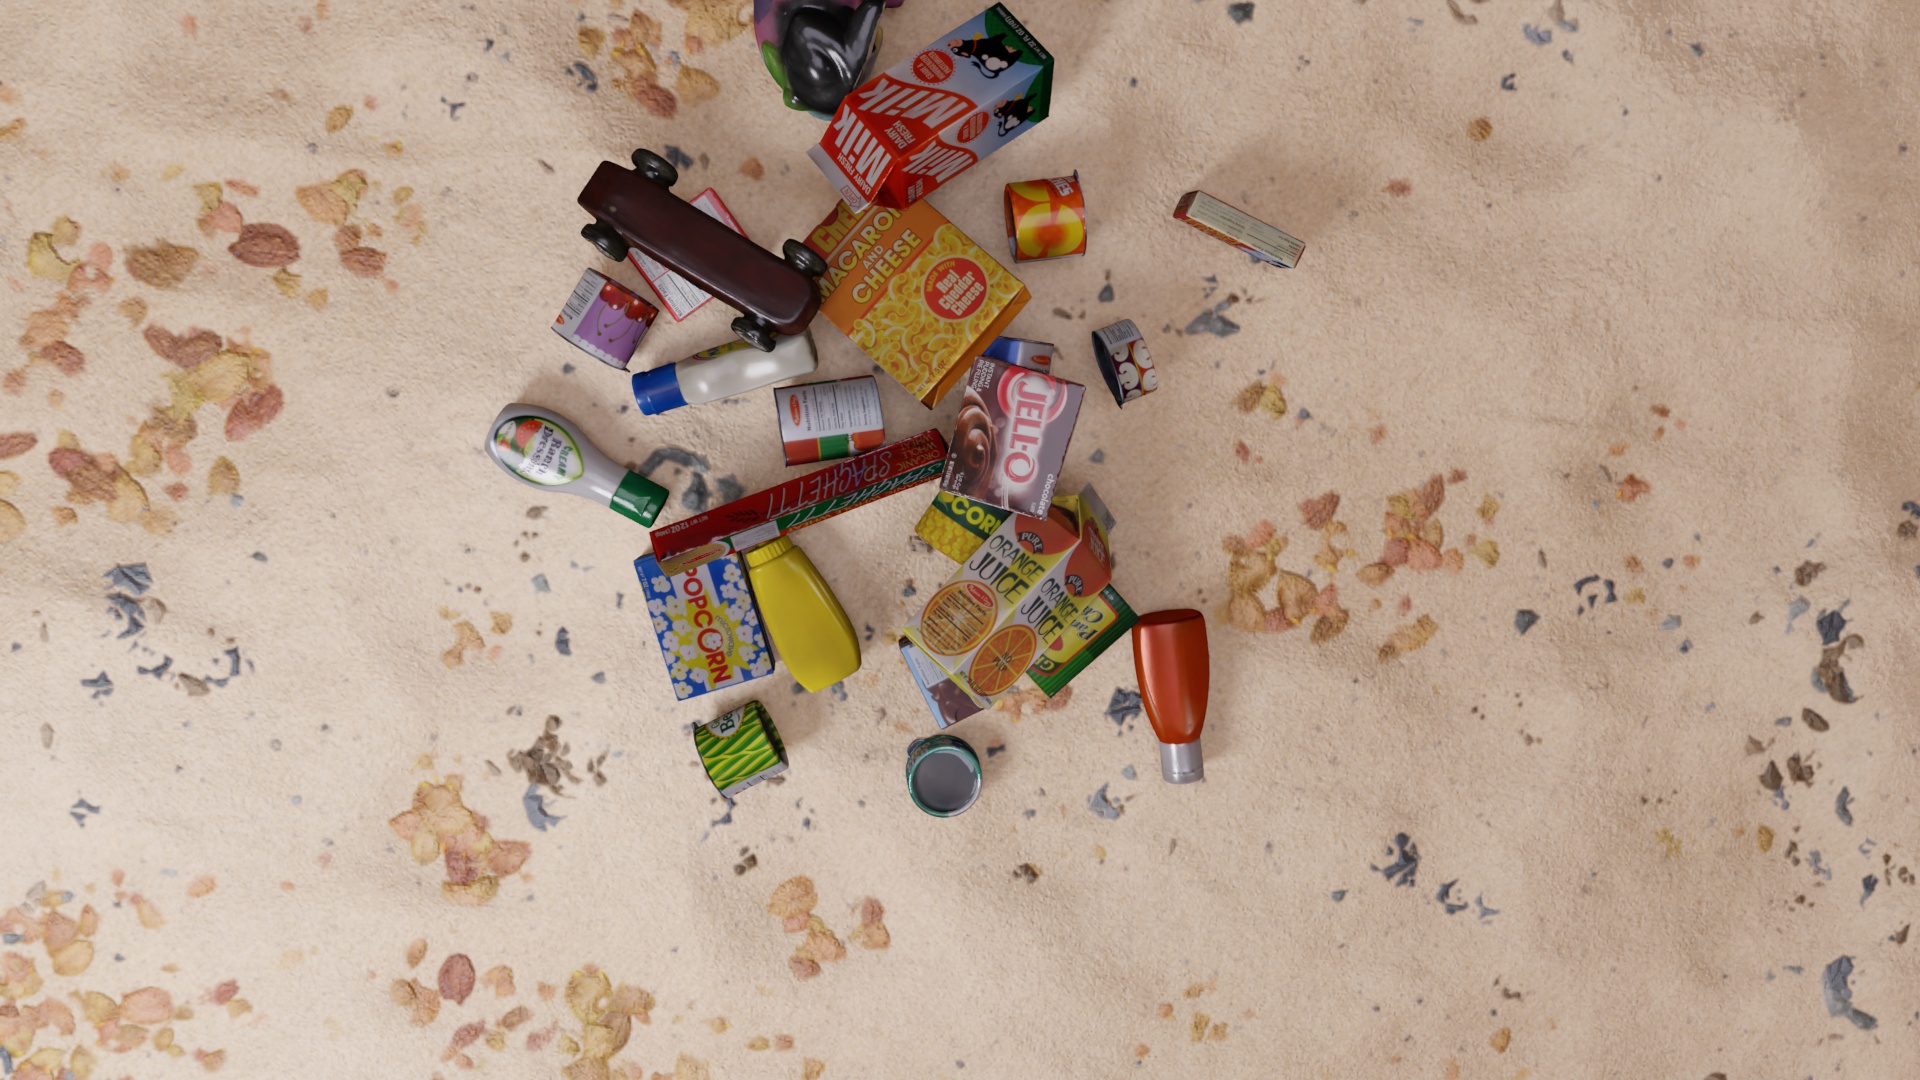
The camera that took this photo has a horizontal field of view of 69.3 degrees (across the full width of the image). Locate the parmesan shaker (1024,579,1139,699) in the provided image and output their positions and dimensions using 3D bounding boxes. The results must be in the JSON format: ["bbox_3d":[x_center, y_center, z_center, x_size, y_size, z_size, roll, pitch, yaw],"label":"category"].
[{"bbox_3d":[0.092,0.074,1.183,0.103,0.071,0.071,-42,99,2],"label":"parmesan shaker"}]

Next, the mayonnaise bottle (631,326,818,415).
[{"bbox_3d":[-0.191,-0.139,1.131,0.148,0.065,0.041,-16,112,1],"label":"mayonnaise bottle"}]

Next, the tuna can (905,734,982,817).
[{"bbox_3d":[-0.016,0.203,1.207,0.071,0.033,0.071,-1,98,-5],"label":"tuna can"}]

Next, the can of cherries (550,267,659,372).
[{"bbox_3d":[-0.283,-0.177,1.116,0.071,0.071,0.058,31,94,-8],"label":"can of cherries"}]

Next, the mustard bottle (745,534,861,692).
[{"bbox_3d":[-0.140,0.046,1.166,0.065,0.049,0.160,-26,98,-1],"label":"mustard bottle"}]

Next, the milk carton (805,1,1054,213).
[{"bbox_3d":[-0.024,-0.328,1.082,0.191,0.073,0.072,-35,74,-12],"label":"milk carton"}]

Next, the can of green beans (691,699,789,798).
[{"bbox_3d":[-0.184,0.175,1.172,0.058,0.071,0.071,-26,100,-1],"label":"can of green beans"}]

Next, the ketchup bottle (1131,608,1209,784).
[{"bbox_3d":[0.187,0.136,1.209,0.065,0.043,0.148,-8,99,-6],"label":"ketchup bottle"}]

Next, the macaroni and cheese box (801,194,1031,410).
[{"bbox_3d":[-0.046,-0.206,1.114,0.166,0.040,0.123,42,93,13],"label":"macaroni and cheese box"}]

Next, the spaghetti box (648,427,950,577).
[{"bbox_3d":[-0.127,-0.031,1.126,0.250,0.050,0.029,-21,76,-9],"label":"spaghetti box"}]

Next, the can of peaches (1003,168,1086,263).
[{"bbox_3d":[0.068,-0.264,1.131,0.058,0.071,0.071,-8,99,-3],"label":"can of peaches"}]

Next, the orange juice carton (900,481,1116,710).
[{"bbox_3d":[0.052,0.037,1.135,0.193,0.073,0.071,-46,140,-6],"label":"orange juice carton"}]

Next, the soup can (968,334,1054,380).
[{"bbox_3d":[0.037,-0.127,1.150,0.071,0.071,0.083,8,98,-6],"label":"soup can"}]

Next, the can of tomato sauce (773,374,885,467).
[{"bbox_3d":[-0.108,-0.098,1.140,0.083,0.071,0.071,-9,99,-7],"label":"can of tomato sauce"}]

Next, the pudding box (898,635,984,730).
[{"bbox_3d":[-0.014,0.114,1.196,0.050,0.030,0.083,-27,99,-2],"label":"pudding box"}]

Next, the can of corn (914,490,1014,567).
[{"bbox_3d":[0.004,-0.015,1.159,0.071,0.071,0.058,33,95,-8],"label":"can of corn"}]

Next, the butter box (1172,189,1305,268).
[{"bbox_3d":[0.231,-0.258,1.153,0.103,0.053,0.024,24,99,-7],"label":"butter box"}]

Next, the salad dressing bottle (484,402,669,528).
[{"bbox_3d":[-0.313,-0.059,1.139,0.147,0.044,0.064,28,94,-8],"label":"salad dressing bottle"}]

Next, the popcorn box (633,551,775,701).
[{"bbox_3d":[-0.214,0.062,1.168,0.085,0.038,0.126,-16,99,-2],"label":"popcorn box"}]

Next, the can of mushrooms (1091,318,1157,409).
[{"bbox_3d":[0.137,-0.147,1.155,0.033,0.071,0.071,-22,99,-2],"label":"can of mushrooms"}]
